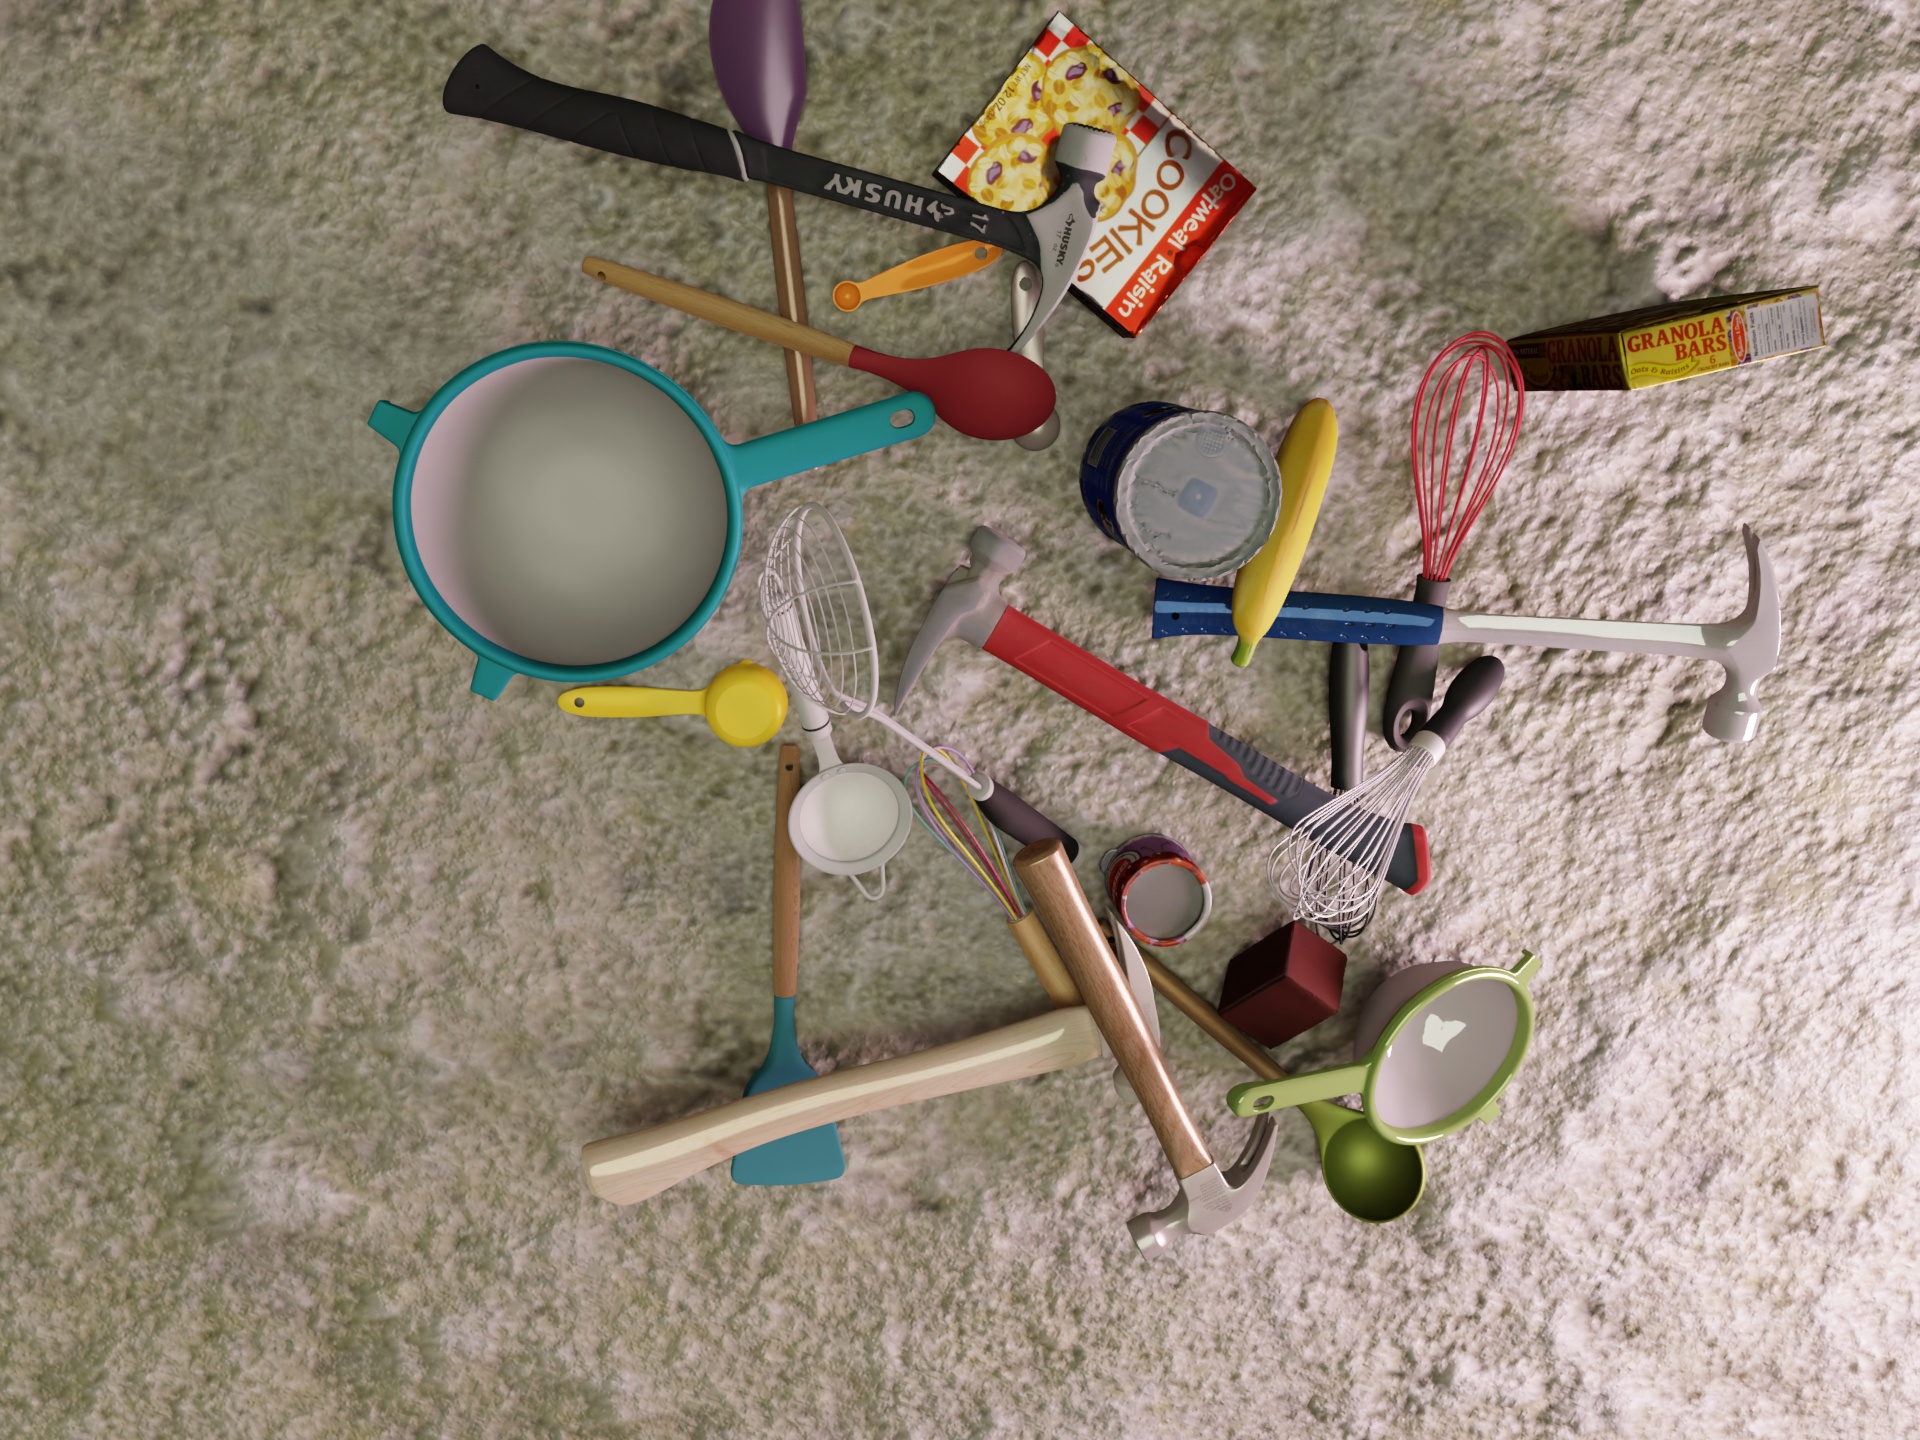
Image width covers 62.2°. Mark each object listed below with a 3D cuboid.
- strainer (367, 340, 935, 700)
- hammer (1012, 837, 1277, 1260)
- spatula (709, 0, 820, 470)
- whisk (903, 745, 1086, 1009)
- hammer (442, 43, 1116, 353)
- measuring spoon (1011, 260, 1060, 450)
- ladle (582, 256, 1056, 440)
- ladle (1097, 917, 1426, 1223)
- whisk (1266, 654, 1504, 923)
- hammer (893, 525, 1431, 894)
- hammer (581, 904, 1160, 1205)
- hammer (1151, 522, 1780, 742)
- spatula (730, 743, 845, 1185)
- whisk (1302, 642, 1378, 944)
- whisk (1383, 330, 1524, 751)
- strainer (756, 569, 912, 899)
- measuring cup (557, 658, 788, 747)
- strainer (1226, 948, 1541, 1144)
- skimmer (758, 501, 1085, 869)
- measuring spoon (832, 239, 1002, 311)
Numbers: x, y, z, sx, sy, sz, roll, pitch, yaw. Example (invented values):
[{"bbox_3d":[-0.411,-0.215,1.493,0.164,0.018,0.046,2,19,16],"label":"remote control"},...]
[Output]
[{"bbox_3d":[-0.184,-0.155,1.018,0.340,0.095,0.211,-17,107,-3],"label":"strainer"},{"bbox_3d":[0.122,0.223,1.106,0.130,0.031,0.331,-27,109,-2],"label":"hammer"},{"bbox_3d":[-0.116,-0.319,1.022,0.060,0.018,0.315,-5,103,3],"label":"spatula"},{"bbox_3d":[0.029,0.123,1.129,0.051,0.047,0.244,-29,107,1],"label":"whisk"},{"bbox_3d":[-0.118,-0.339,0.986,0.409,0.036,0.149,15,111,-1],"label":"hammer"},{"bbox_3d":[0.047,-0.241,1.054,0.034,0.018,0.124,-6,103,-3],"label":"measuring spoon"},{"bbox_3d":[-0.093,-0.242,1.011,0.315,0.031,0.069,19,136,3],"label":"ladle"},{"bbox_3d":[0.218,0.254,1.171,0.320,0.062,0.078,41,105,-10],"label":"ladle"},{"bbox_3d":[0.295,0.039,1.058,0.284,0.070,0.070,-42,107,-33],"label":"whisk"},{"bbox_3d":[0.144,0.025,1.089,0.386,0.038,0.143,30,100,-2],"label":"hammer"},{"bbox_3d":[-0.061,0.248,1.112,0.410,0.038,0.146,-14,110,-7],"label":"hammer"},{"bbox_3d":[0.333,-0.069,1.064,0.405,0.035,0.144,4,116,8],"label":"hammer"},{"bbox_3d":[-0.122,0.174,1.128,0.082,0.044,0.317,0,102,-9],"label":"spatula"},{"bbox_3d":[0.272,0.046,1.130,0.055,0.055,0.239,-1,99,-5],"label":"whisk"},{"bbox_3d":[0.330,-0.116,1.091,0.073,0.073,0.295,4,109,-6],"label":"whisk"},{"bbox_3d":[-0.093,0.009,1.064,0.087,0.050,0.258,-19,123,-6],"label":"strainer"},{"bbox_3d":[-0.196,-0.009,1.083,0.156,0.029,0.062,0,103,-7],"label":"measuring cup"},{"bbox_3d":[0.290,0.235,1.141,0.256,0.069,0.151,-6,117,-23],"label":"strainer"},{"bbox_3d":[-0.002,-0.003,1.010,0.090,0.127,0.362,-45,134,8],"label":"skimmer"},{"bbox_3d":[-0.028,-0.292,1.042,0.117,0.011,0.021,-19,103,-4],"label":"measuring spoon"}]
